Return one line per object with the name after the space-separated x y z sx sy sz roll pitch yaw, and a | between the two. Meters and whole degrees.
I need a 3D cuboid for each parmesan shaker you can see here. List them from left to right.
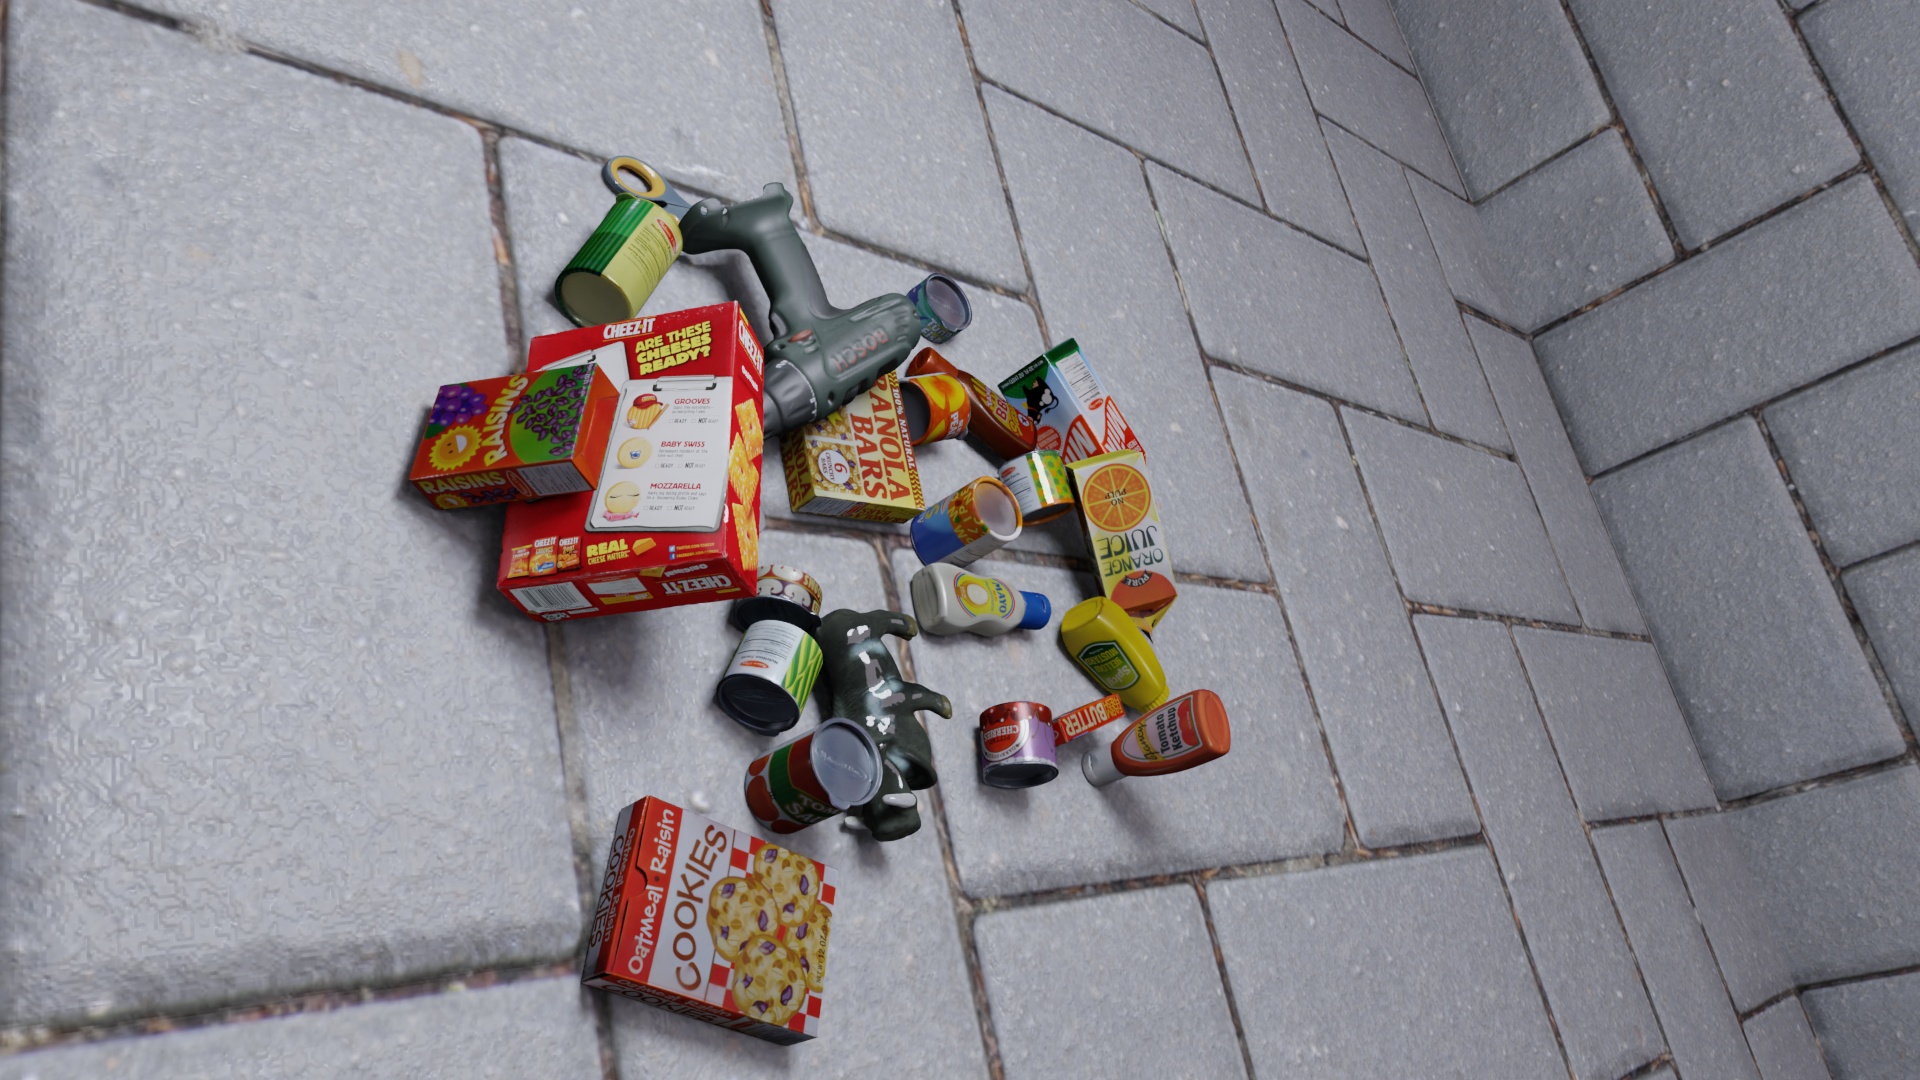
-0.276 -0.222 1.116 0.071 0.071 0.103 42 42 -22 | parmesan shaker

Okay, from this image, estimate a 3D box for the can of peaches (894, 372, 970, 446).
-0.032 -0.123 1.320 0.058 0.071 0.071 -15 79 -50 | can of peaches

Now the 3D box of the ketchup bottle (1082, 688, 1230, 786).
0.179 0.190 1.287 0.043 0.148 0.065 20 53 -39 | ketchup bottle

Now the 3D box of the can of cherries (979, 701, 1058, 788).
0.049 0.179 1.217 0.071 0.071 0.058 22 52 -38 | can of cherries

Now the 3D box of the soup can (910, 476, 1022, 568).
0.005 -0.016 1.279 0.071 0.083 0.072 27 49 -35 | soup can

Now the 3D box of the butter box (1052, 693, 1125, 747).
0.105 0.171 1.294 0.104 0.053 0.024 -13 79 -50 | butter box

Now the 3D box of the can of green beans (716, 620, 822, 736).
-0.144 0.103 1.055 0.071 0.071 0.058 43 41 -21 | can of green beans

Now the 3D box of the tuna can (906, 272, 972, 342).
-0.022 -0.237 1.431 0.071 0.032 0.071 26 49 -35 | tuna can

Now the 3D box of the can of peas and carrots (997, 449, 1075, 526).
0.079 -0.052 1.396 0.071 0.070 0.059 0 68 -48 | can of peas and carrots

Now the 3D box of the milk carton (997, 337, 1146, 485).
0.130 -0.113 1.488 0.190 0.072 0.074 57 38 -2 | milk carton

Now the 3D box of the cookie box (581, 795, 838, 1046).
-0.165 0.261 0.951 0.167 0.040 0.123 31 47 -32 | cookie box

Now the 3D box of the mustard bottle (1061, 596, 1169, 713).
0.166 0.126 1.384 0.160 0.065 0.049 48 35 -21 | mustard bottle

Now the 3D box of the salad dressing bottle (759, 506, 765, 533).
-0.216 -0.054 1.095 0.147 0.044 0.064 51 46 -9 | salad dressing bottle

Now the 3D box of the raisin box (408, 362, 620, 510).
-0.303 -0.071 0.947 0.040 0.123 0.086 65 23 -54 | raisin box

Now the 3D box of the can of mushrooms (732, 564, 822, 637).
-0.140 0.051 1.089 0.071 0.071 0.034 35 43 -28 | can of mushrooms

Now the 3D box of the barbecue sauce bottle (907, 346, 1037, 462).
0.012 -0.137 1.395 0.148 0.043 0.065 36 29 -27 | barbecue sauce bottle

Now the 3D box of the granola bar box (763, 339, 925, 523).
-0.104 -0.100 1.245 0.124 0.039 0.166 7 62 -41 | granola bar box

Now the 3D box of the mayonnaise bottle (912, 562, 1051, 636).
0.022 0.059 1.285 0.148 0.041 0.065 10 58 -44 | mayonnaise bottle

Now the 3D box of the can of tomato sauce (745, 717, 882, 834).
-0.110 0.178 1.031 0.071 0.083 0.071 26 49 -35 | can of tomato sauce

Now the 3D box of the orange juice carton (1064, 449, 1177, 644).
0.168 0.008 1.412 0.072 0.073 0.192 -118 -167 -83 | orange juice carton
